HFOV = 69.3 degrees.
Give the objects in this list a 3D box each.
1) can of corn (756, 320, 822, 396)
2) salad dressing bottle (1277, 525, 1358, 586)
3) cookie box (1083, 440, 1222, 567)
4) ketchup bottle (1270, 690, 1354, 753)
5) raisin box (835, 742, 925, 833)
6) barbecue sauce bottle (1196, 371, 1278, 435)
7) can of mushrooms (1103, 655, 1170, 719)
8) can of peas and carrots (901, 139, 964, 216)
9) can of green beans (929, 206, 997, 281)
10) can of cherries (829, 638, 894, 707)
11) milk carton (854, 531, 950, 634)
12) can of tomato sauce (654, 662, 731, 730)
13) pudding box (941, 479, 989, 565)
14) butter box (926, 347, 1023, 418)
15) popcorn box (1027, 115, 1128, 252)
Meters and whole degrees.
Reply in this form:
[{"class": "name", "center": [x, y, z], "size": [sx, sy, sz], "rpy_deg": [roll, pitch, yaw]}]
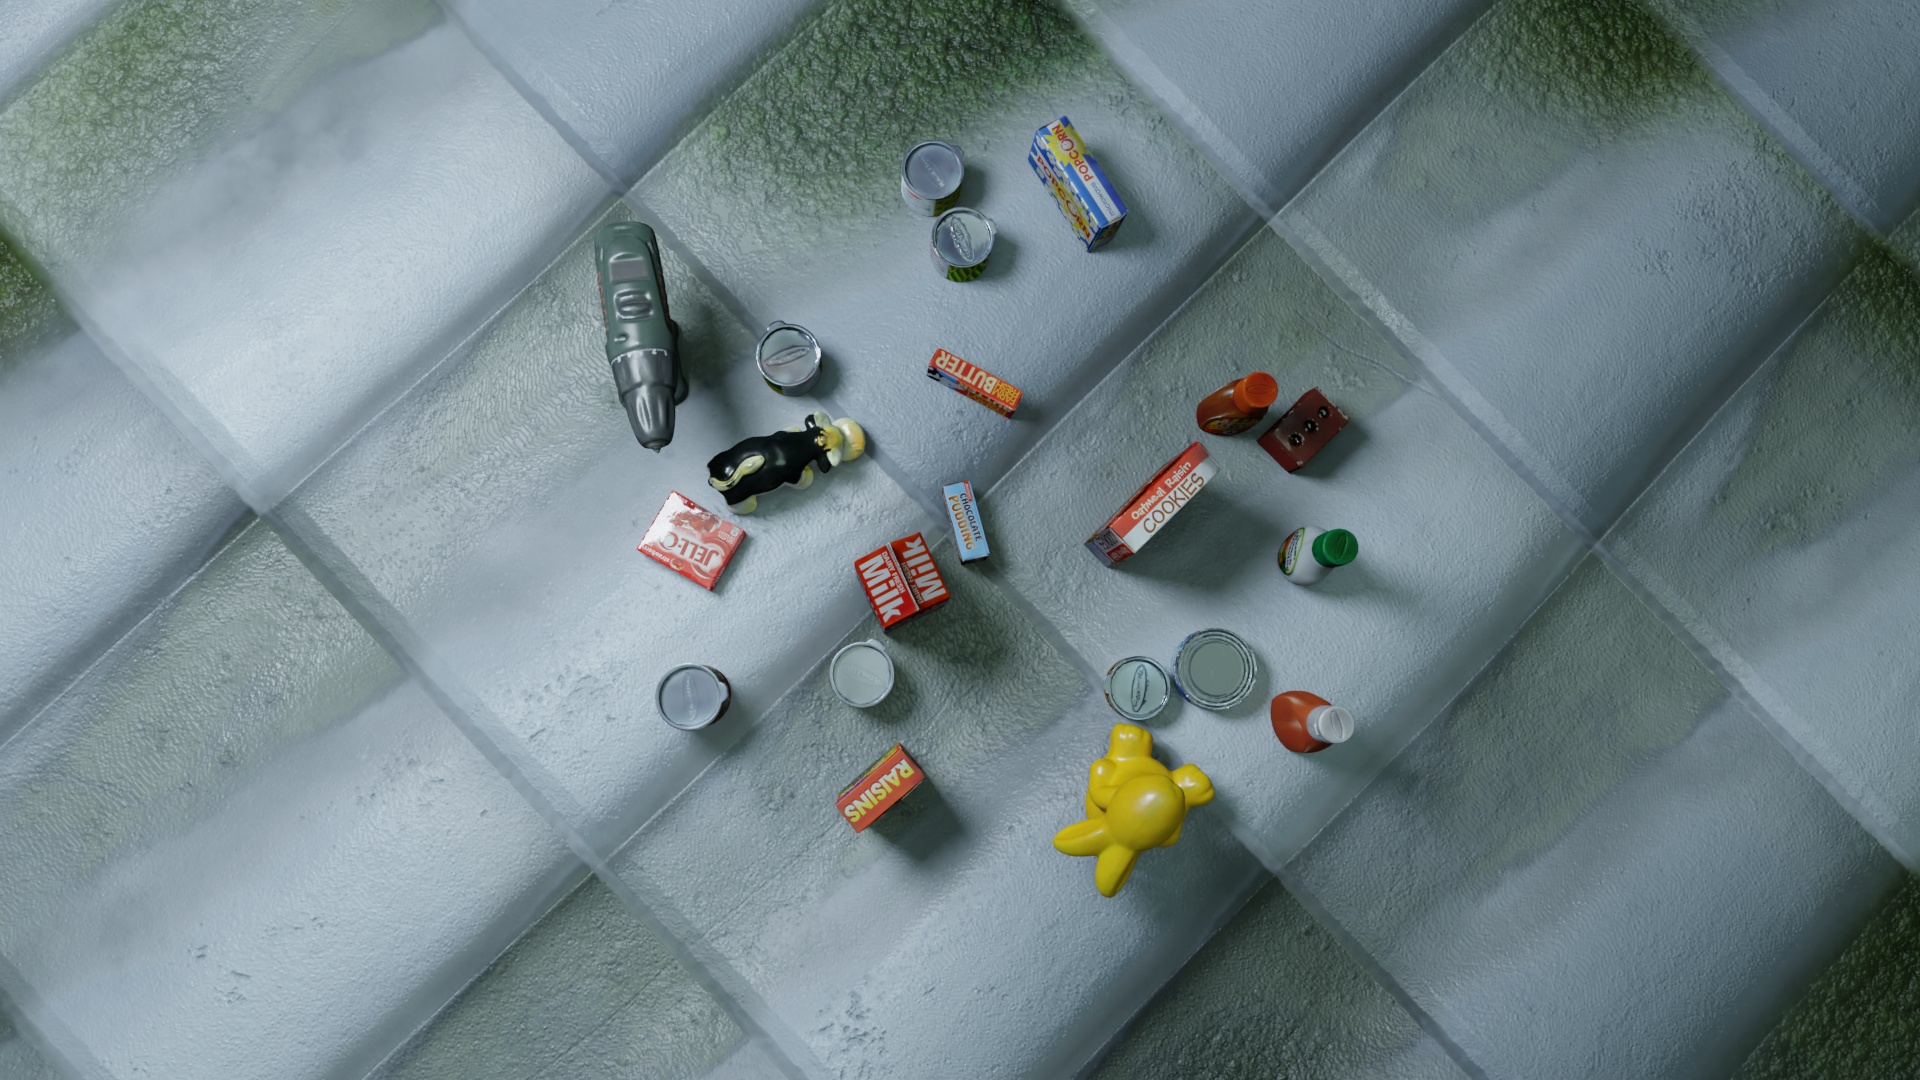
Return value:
[{"class": "can of corn", "center": [-0.180, -0.191, 1.460], "size": [0.071, 0.058, 0.071], "rpy_deg": [0, 84, -4]}, {"class": "salad dressing bottle", "center": [0.367, 0.013, 1.427], "size": [0.044, 0.147, 0.064], "rpy_deg": [18, 83, -2]}, {"class": "cookie box", "center": [0.191, -0.034, 1.411], "size": [0.123, 0.167, 0.040], "rpy_deg": [-44, 88, -7]}, {"class": "ketchup bottle", "center": [0.356, 0.185, 1.407], "size": [0.043, 0.148, 0.065], "rpy_deg": [-16, 85, -5]}, {"class": "raisin box", "center": [-0.080, 0.245, 1.385], "size": [0.086, 0.123, 0.040], "rpy_deg": [-39, 88, -6]}, {"class": "barbecue sauce bottle", "center": [0.291, -0.142, 1.439], "size": [0.065, 0.148, 0.043], "rpy_deg": [-1, 84, -4]}, {"class": "can of mushrooms", "center": [0.182, 0.154, 1.457], "size": [0.071, 0.033, 0.071], "rpy_deg": [0, 84, -4]}, {"class": "can of peas and carrots", "center": [-0.029, -0.390, 1.491], "size": [0.071, 0.058, 0.071], "rpy_deg": [0, 84, -4]}, {"class": "can of green beans", "center": [0.001, -0.315, 1.485], "size": [0.071, 0.057, 0.071], "rpy_deg": [0, 84, -4]}, {"class": "can of cherries", "center": [-0.099, 0.136, 1.428], "size": [0.071, 0.058, 0.071], "rpy_deg": [0, 84, -4]}, {"class": "milk carton", "center": [-0.058, 0.043, 1.375], "size": [0.073, 0.190, 0.072], "rpy_deg": [-25, 86, -6]}, {"class": "can of tomato sauce", "center": [-0.267, 0.157, 1.403], "size": [0.071, 0.083, 0.071], "rpy_deg": [0, 84, -4]}, {"class": "pudding box", "center": [0.005, -0.018, 1.457], "size": [0.030, 0.049, 0.083], "rpy_deg": [-14, 85, -5]}, {"class": "butter box", "center": [0.015, -0.166, 1.472], "size": [0.103, 0.053, 0.024], "rpy_deg": [28, 83, 0]}, {"class": "popcorn box", "center": [0.125, -0.380, 1.487], "size": [0.038, 0.085, 0.126], "rpy_deg": [-32, 87, -6]}]
